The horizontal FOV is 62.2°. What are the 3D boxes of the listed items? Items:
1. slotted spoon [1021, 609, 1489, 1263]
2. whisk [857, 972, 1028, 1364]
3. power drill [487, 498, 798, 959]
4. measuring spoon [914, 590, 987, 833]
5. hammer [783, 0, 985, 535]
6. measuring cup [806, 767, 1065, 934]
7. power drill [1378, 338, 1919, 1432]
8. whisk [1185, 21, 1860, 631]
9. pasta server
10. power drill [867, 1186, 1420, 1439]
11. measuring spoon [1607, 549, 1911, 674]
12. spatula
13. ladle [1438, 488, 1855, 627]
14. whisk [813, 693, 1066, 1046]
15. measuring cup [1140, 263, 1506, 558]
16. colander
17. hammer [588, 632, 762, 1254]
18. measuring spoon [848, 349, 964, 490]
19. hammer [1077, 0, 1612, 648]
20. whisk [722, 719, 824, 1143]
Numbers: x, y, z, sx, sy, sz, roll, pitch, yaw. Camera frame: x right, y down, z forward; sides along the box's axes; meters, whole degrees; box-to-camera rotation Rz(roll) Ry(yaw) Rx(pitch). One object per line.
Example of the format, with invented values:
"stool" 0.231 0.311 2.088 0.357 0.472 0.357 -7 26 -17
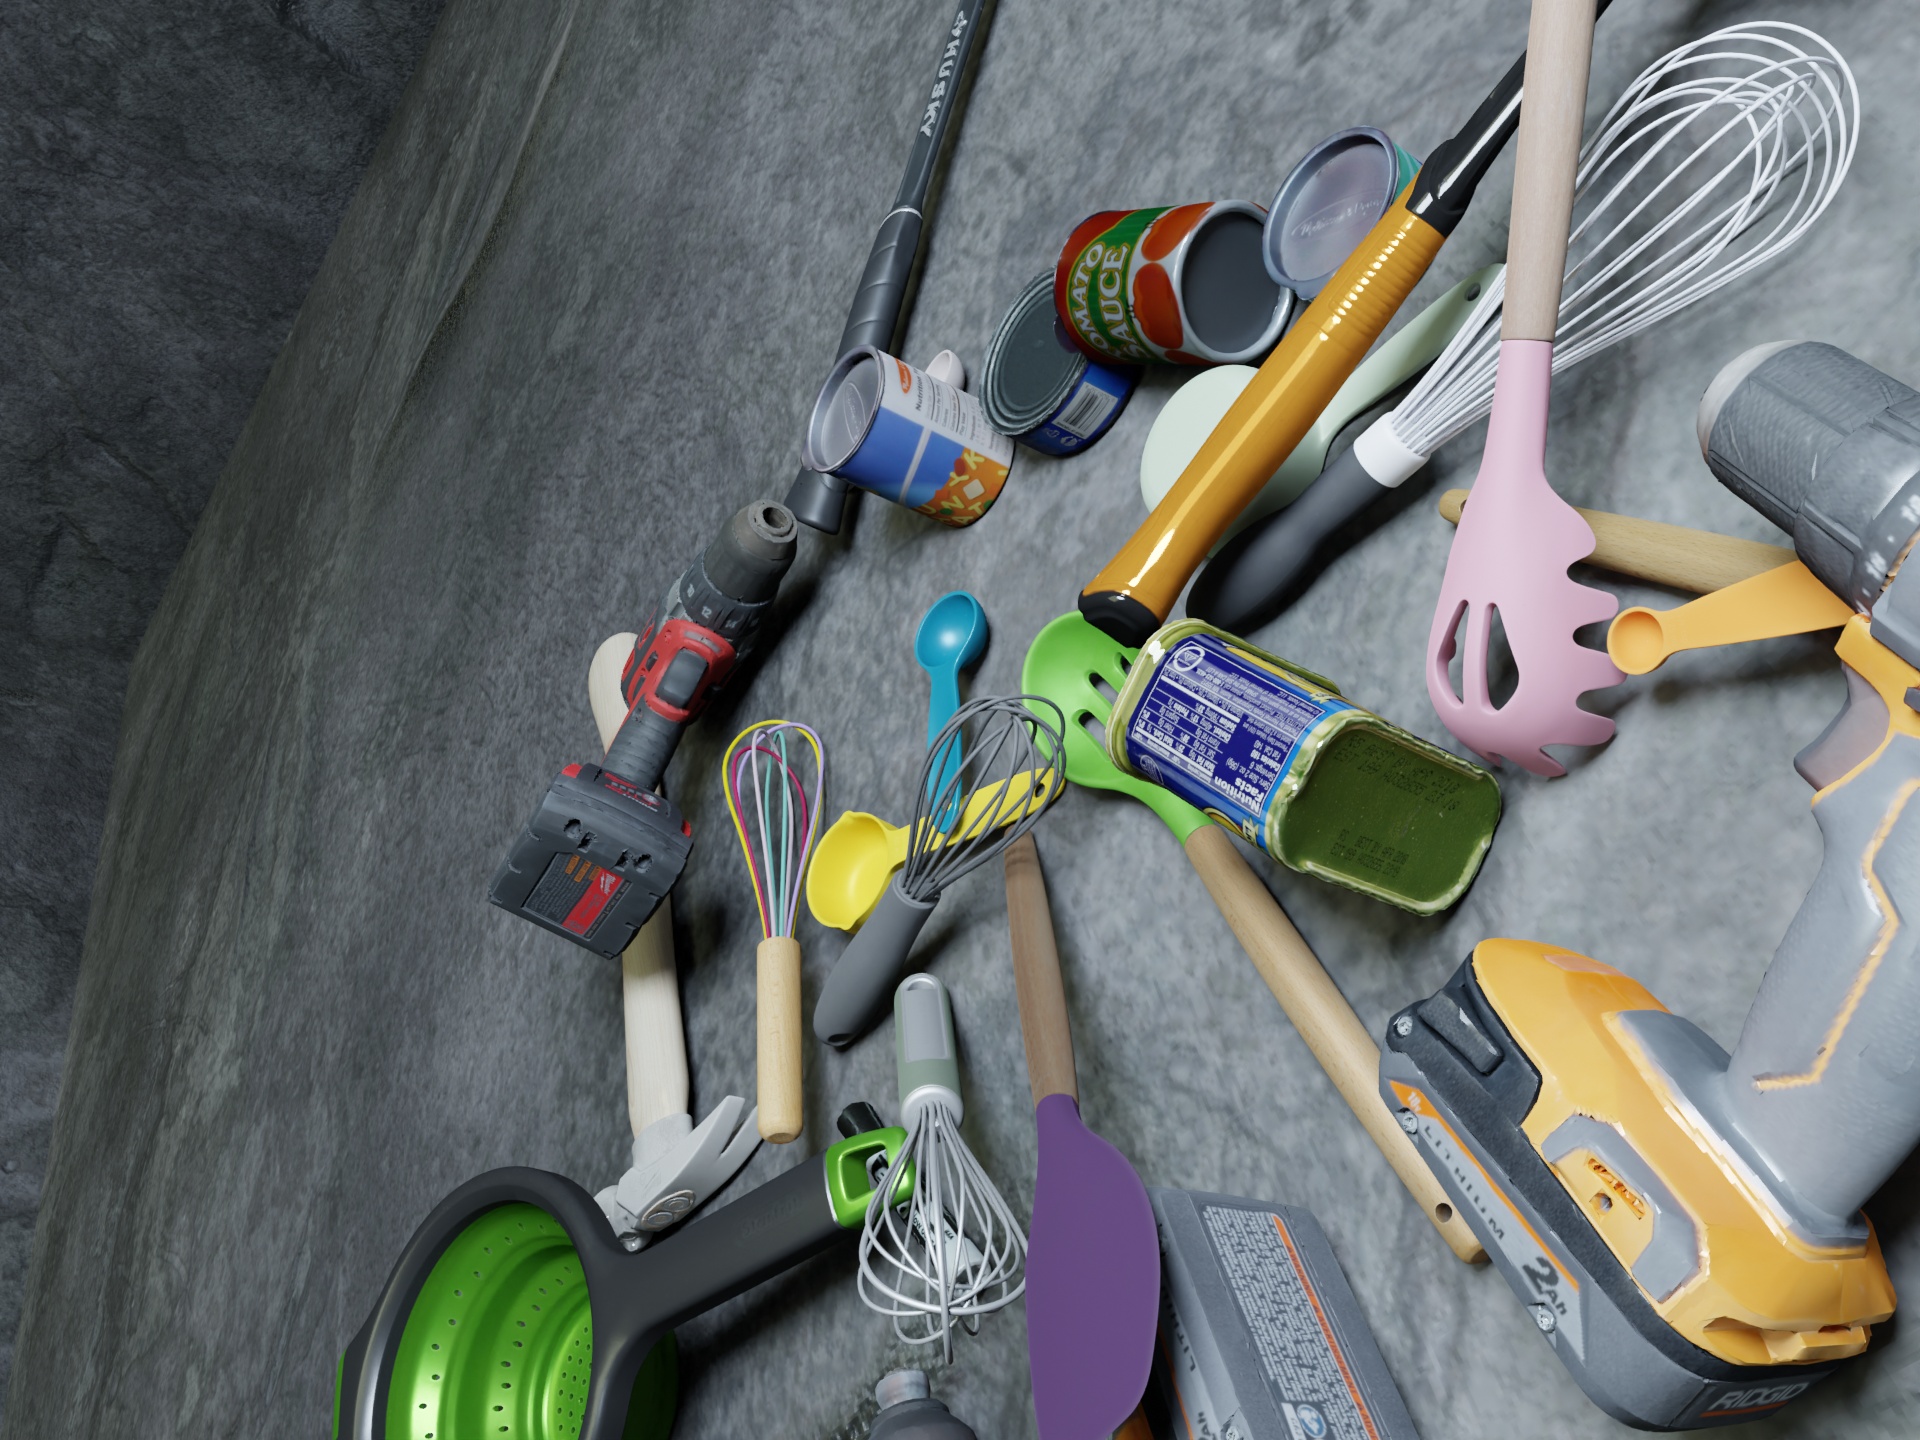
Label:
"slotted spoon" 0.099 0.062 0.578 0.070 0.031 0.314 -55 39 22
"whisk" -0.011 0.152 0.601 0.246 0.058 0.059 -104 9 -75
"power drill" -0.161 -0.004 0.870 0.188 0.080 0.227 -47 19 46
"measuring spoon" -0.001 -0.002 0.747 0.042 0.021 0.129 -26 51 37
"hammer" -0.025 -0.299 0.908 0.149 0.036 0.409 6 77 54
"measuring cup" -0.008 0.057 0.738 0.156 0.029 0.062 -25 53 32
"power drill" 0.197 0.032 0.381 0.226 0.084 0.186 -60 37 27
"whisk" 0.170 -0.111 0.539 0.284 0.070 0.070 -45 42 41
"pasta server" 0.174 -0.138 0.468 0.060 0.040 0.316 13 103 48
"power drill" 0.037 0.252 0.527 0.226 0.084 0.164 -55 35 28
"measuring spoon" 0.225 -0.033 0.420 0.117 0.011 0.021 -20 73 53
"spatula" 0.033 0.117 0.555 0.059 0.018 0.316 -52 17 19
"ladle" 0.242 -0.030 0.421 0.316 0.031 0.069 32 105 57
"whisk" -0.017 0.073 0.694 0.238 0.055 0.055 -60 33 40
"measuring cup" 0.132 -0.126 0.609 0.167 0.038 0.083 -37 46 42
"colander" -0.148 0.294 0.765 0.397 0.094 0.205 -34 50 25
"hammer" -0.183 0.095 0.948 0.146 0.038 0.411 -45 41 31
"measuring spoon" -0.031 -0.160 0.882 0.124 0.018 0.034 -39 37 48
"hammer" 0.149 -0.164 0.547 0.336 0.034 0.127 -53 9 20
"whisk" -0.095 0.096 0.799 0.051 0.047 0.245 -51 33 41
